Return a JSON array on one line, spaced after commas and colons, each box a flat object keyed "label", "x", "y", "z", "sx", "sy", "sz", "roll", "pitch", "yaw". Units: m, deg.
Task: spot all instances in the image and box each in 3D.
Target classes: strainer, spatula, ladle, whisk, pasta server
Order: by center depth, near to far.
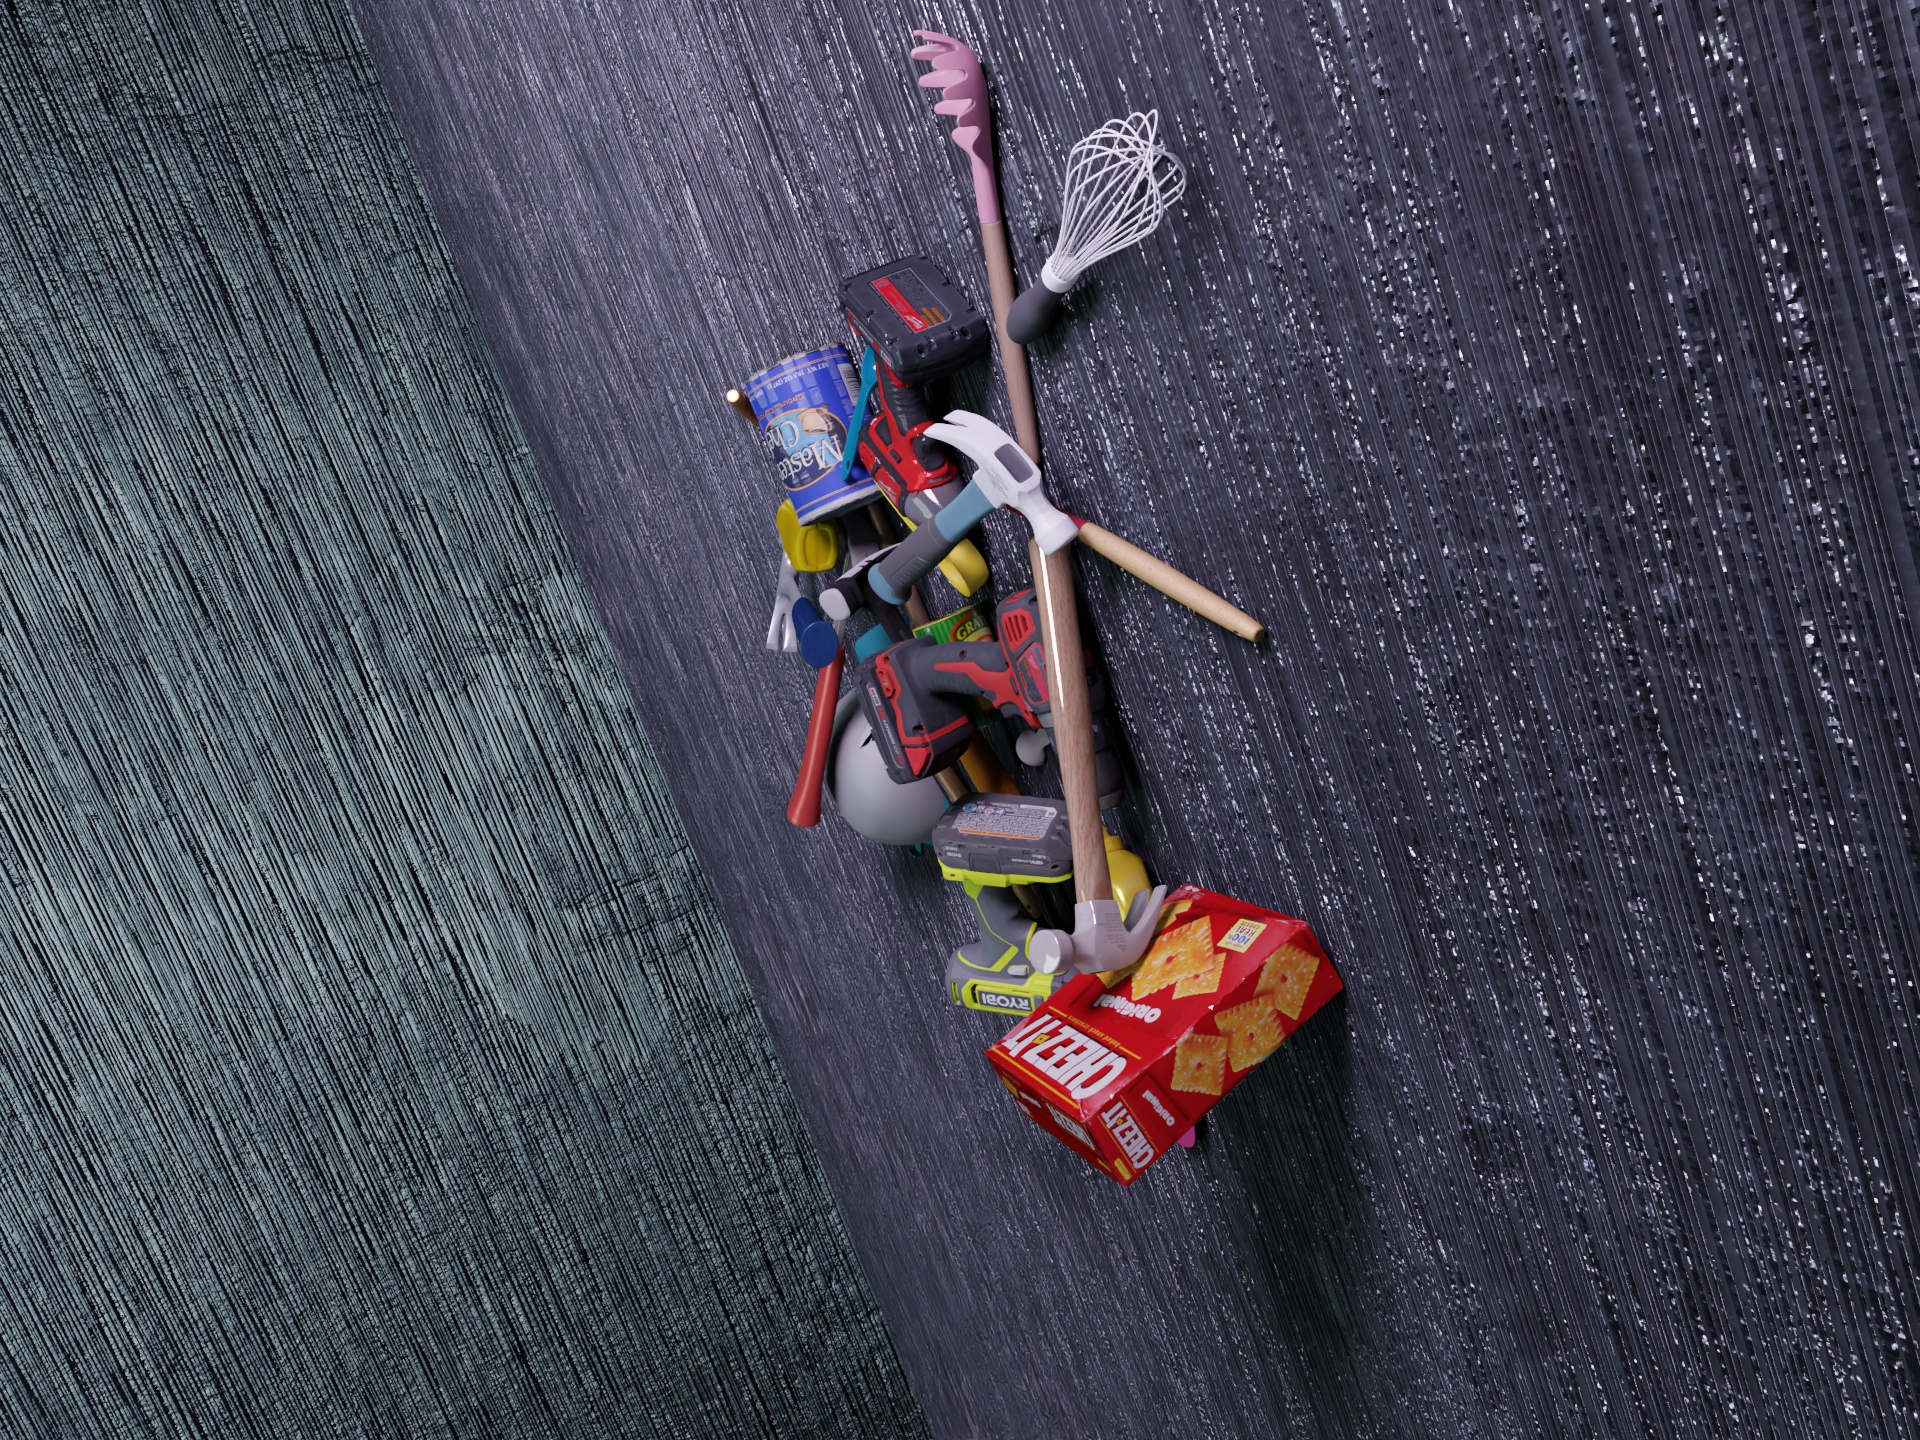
[{"label": "whisk", "x": 0.073, "y": -0.297, "z": 1.002, "sx": 0.070, "sy": 0.070, "sz": 0.284, "roll": 65, "pitch": 165, "yaw": 2}, {"label": "pasta server", "x": 0.019, "y": -0.325, "z": 1.125, "sx": 0.060, "sy": 0.040, "sz": 0.316, "roll": -122, "pitch": 16, "yaw": -56}, {"label": "ladle", "x": 0.107, "y": -0.125, "z": 1.135, "sx": 0.316, "sy": 0.031, "sz": 0.069, "roll": 40, "pitch": 175, "yaw": 45}, {"label": "spatula", "x": -0.004, "y": 0.050, "z": 1.516, "sx": 0.082, "sy": 0.044, "sz": 0.317, "roll": -28, "pitch": 97, "yaw": 43}, {"label": "spatula", "x": -0.075, "y": -0.186, "z": 1.547, "sx": 0.316, "sy": 0.018, "sz": 0.060, "roll": 68, "pitch": 165, "yaw": -3}, {"label": "spatula", "x": -0.197, "y": -0.291, "z": 1.611, "sx": 0.081, "sy": 0.041, "sz": 0.322, "roll": 65, "pitch": -174, "yaw": 3}, {"label": "strainer", "x": -0.079, "y": 0.036, "z": 1.690, "sx": 0.211, "sy": 0.095, "sz": 0.340, "roll": 63, "pitch": 158, "yaw": 10}]

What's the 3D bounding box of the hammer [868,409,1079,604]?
[{"label": "hammer", "x": -0.012, "y": -0.149, "z": 1.265, "sx": 0.128, "sy": 0.033, "sz": 0.331, "roll": 54, "pitch": 159, "yaw": -3}]

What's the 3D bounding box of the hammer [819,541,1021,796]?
[{"label": "hammer", "x": -0.002, "y": -0.005, "z": 1.477, "sx": 0.034, "sy": 0.127, "sz": 0.336, "roll": -18, "pitch": 107, "yaw": 46}]

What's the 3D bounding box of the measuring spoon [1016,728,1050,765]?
[{"label": "measuring spoon", "x": 0.071, "y": 0.013, "z": 1.400, "sx": 0.034, "sy": 0.018, "sz": 0.124, "roll": 62, "pitch": 159, "yaw": 11}]

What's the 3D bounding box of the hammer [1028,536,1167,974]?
[{"label": "hammer", "x": 0.088, "y": 0.022, "z": 1.185, "sx": 0.031, "sy": 0.130, "sz": 0.331, "roll": -18, "pitch": 73, "yaw": 43}]

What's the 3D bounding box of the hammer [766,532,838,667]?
[{"label": "hammer", "x": -0.161, "y": -0.107, "z": 1.606, "sx": 0.406, "sy": 0.035, "sz": 0.144, "roll": -127, "pitch": 44, "yaw": -73}]

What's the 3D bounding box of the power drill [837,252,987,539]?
[{"label": "power drill", "x": -0.034, "y": -0.251, "z": 1.293, "sx": 0.143, "sy": 0.078, "sz": 0.219, "roll": 54, "pitch": 160, "yaw": 31}]

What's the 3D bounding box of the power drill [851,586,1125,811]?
[{"label": "power drill", "x": 0.031, "y": -0.003, "z": 1.320, "sx": 0.227, "sy": 0.080, "sz": 0.188, "roll": -14, "pitch": 101, "yaw": 45}]

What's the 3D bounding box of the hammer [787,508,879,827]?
[{"label": "hammer", "x": -0.133, "y": -0.036, "z": 1.636, "sx": 0.149, "sy": 0.036, "sz": 0.358, "roll": -111, "pitch": 29, "yaw": -54}]

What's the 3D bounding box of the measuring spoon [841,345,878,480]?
[{"label": "measuring spoon", "x": -0.080, "y": -0.270, "z": 1.396, "sx": 0.042, "sy": 0.021, "sz": 0.128, "roll": 47, "pitch": 126, "yaw": 53}]

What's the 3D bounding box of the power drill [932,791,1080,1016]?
[{"label": "power drill", "x": 0.062, "y": 0.181, "z": 1.461, "sx": 0.171, "sy": 0.080, "sz": 0.223, "roll": 4, "pitch": 125, "yaw": 21}]

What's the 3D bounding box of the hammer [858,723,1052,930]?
[{"label": "hammer", "x": 0.018, "y": 0.116, "z": 1.570, "sx": 0.146, "sy": 0.035, "sz": 0.335, "roll": -27, "pitch": 93, "yaw": 45}]

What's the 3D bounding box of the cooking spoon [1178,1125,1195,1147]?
[{"label": "cooking spoon", "x": 0.202, "y": 0.287, "z": 1.377, "sx": 0.069, "sy": 0.017, "sz": 0.318, "roll": 55, "pitch": 158, "yaw": 33}]

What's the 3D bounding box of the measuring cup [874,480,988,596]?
[{"label": "measuring cup", "x": -0.028, "y": -0.174, "z": 1.396, "sx": 0.157, "sy": 0.029, "sz": 0.062, "roll": 52, "pitch": 172, "yaw": 20}]
